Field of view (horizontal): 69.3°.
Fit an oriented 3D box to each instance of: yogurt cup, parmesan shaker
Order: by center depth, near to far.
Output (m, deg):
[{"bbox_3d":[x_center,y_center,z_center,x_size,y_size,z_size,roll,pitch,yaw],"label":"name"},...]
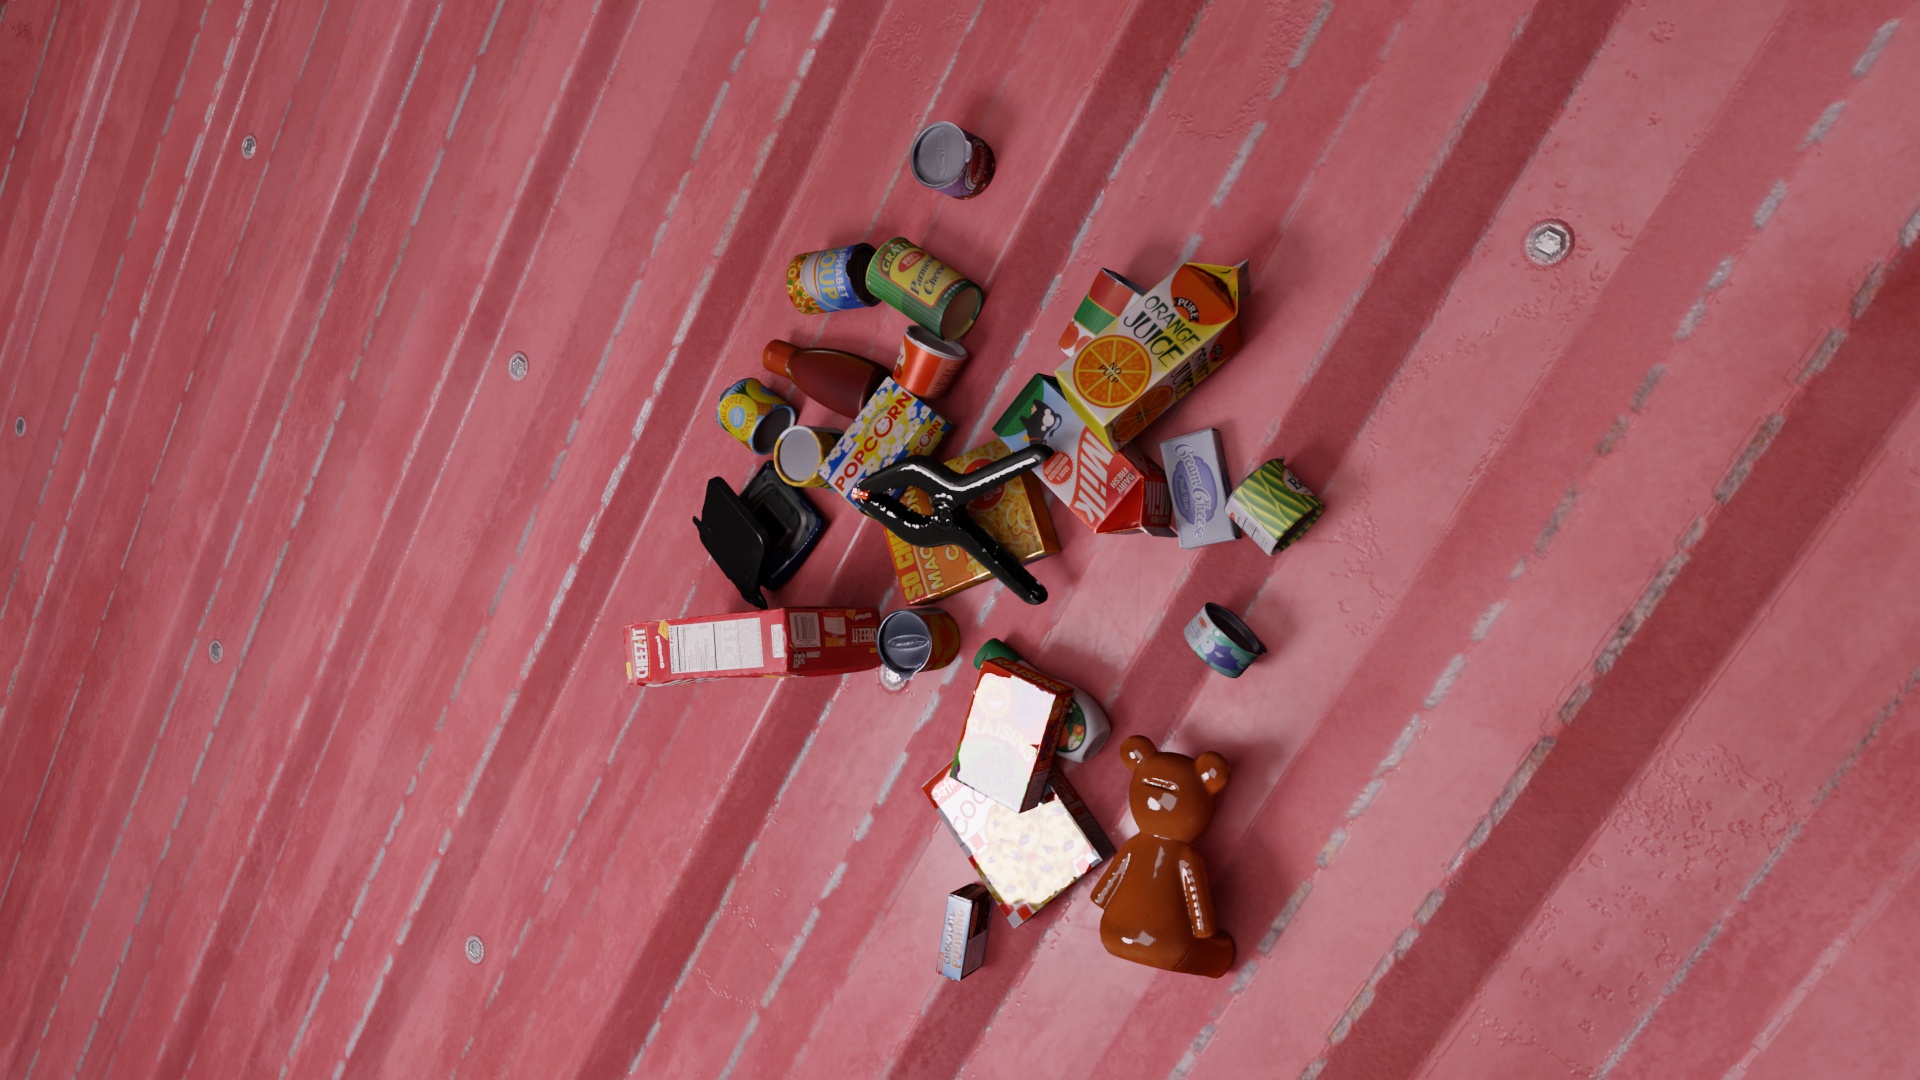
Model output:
[{"bbox_3d":[-0.033,-0.178,1.400,0.072,0.072,0.053,37,116,25],"label":"yogurt cup"},{"bbox_3d":[-0.034,-0.255,1.400,0.103,0.071,0.071,36,107,25],"label":"parmesan shaker"}]

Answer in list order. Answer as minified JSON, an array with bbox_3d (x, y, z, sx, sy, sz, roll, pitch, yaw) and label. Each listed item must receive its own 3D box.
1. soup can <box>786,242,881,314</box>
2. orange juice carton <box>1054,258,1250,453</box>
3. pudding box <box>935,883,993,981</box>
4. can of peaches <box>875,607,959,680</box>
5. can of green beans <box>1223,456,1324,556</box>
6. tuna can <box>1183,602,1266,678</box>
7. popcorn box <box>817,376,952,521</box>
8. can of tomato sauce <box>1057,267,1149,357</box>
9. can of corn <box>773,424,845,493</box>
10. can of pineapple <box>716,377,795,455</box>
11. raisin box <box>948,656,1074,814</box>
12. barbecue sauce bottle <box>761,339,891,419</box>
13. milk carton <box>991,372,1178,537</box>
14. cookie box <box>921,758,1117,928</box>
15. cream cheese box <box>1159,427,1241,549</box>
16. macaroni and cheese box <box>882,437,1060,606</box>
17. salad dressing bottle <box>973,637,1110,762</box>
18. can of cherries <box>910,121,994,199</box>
[{"bbox_3d":[-0.132,-0.273,1.452,0.083,0.071,0.071,-2,89,31],"label":"soup can"},{"bbox_3d":[0.182,-0.173,1.229,0.193,0.071,0.073,-40,68,0],"label":"orange juice carton"},{"bbox_3d":[0.005,0.388,1.378,0.030,0.050,0.083,12,97,28],"label":"pudding box"},{"bbox_3d":[-0.042,0.103,1.404,0.071,0.058,0.071,0,90,30],"label":"can of peaches"},{"bbox_3d":[0.274,-0.029,1.215,0.058,0.071,0.071,48,112,21],"label":"can of green beans"},{"bbox_3d":[0.236,0.091,1.238,0.071,0.071,0.032,48,113,22],"label":"tuna can"},{"bbox_3d":[-0.078,-0.093,1.410,0.126,0.038,0.085,-53,47,4],"label":"popcorn box"},{"bbox_3d":[0.138,-0.203,1.297,0.071,0.071,0.083,39,109,25],"label":"can of tomato sauce"},{"bbox_3d":[-0.155,-0.086,1.472,0.071,0.058,0.071,0,90,31],"label":"can of corn"},{"bbox_3d":[-0.222,-0.134,1.505,0.058,0.071,0.070,37,108,25],"label":"can of pineapple"},{"bbox_3d":[0.048,0.182,1.311,0.086,0.040,0.123,23,104,30],"label":"raisin box"},{"bbox_3d":[-0.146,-0.176,1.476,0.149,0.044,0.064,24,101,29],"label":"barbecue sauce bottle"},{"bbox_3d":[0.126,-0.067,1.298,0.191,0.072,0.073,47,111,22],"label":"milk carton"},{"bbox_3d":[0.055,0.271,1.357,0.122,0.040,0.168,-44,70,23],"label":"cookie box"},{"bbox_3d":[0.219,-0.046,1.271,0.053,0.024,0.104,-14,83,29],"label":"cream cheese box"},{"bbox_3d":[0.005,-0.017,1.388,0.166,0.040,0.124,-23,77,28],"label":"macaroni and cheese box"},{"bbox_3d":[0.076,0.152,1.342,0.148,0.044,0.064,38,109,25],"label":"salad dressing bottle"},{"bbox_3d":[-0.005,-0.378,1.387,0.071,0.058,0.071,-1,88,30],"label":"can of cherries"}]
